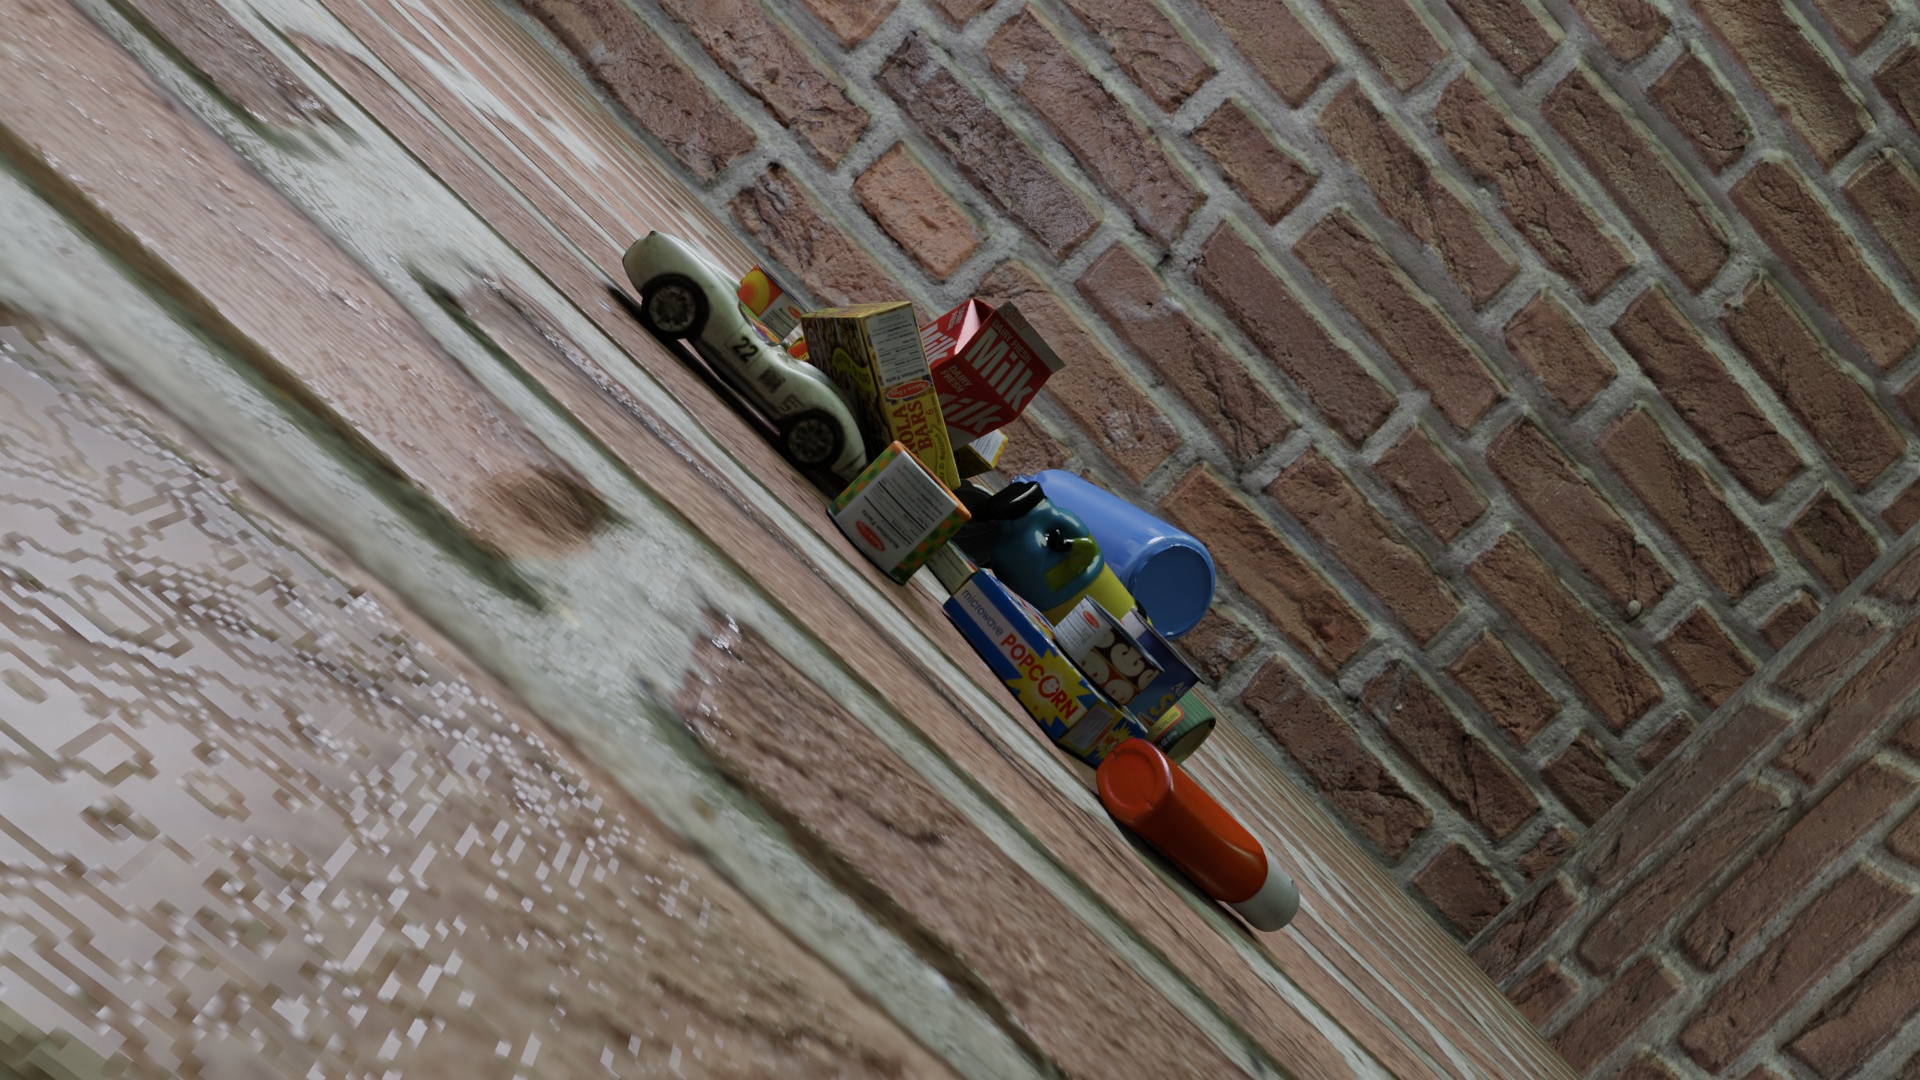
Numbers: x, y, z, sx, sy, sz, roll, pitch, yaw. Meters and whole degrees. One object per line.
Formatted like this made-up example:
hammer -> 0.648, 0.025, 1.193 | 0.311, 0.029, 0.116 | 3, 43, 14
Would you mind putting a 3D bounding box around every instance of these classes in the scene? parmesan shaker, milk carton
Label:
parmesan shaker -> 0.147, 0.125, 1.108 | 0.103, 0.071, 0.071 | 47, 5, 26
milk carton -> -0.014, -0.116, 1.052 | 0.072, 0.190, 0.074 | 44, 40, -28

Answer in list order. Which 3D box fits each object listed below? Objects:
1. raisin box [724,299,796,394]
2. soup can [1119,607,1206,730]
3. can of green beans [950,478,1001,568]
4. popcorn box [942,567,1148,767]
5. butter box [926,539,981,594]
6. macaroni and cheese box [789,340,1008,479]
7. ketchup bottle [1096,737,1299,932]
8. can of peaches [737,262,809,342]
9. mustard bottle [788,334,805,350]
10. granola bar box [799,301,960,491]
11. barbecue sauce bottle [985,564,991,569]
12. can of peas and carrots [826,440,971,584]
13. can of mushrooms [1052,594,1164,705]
raisin box -> -0.162, -0.145, 0.981 | 0.124, 0.040, 0.086 | 46, 4, 33
soup can -> 0.110, 0.099, 0.929 | 0.071, 0.083, 0.071 | 45, 4, -4
can of green beans -> 0.004, -0.011, 1.080 | 0.071, 0.071, 0.058 | 45, 4, -3
popcorn box -> 0.052, 0.081, 0.867 | 0.127, 0.038, 0.085 | 48, 5, 35
butter box -> 0.014, 0.039, 0.987 | 0.053, 0.024, 0.104 | 40, 7, -46
macaroni and cheese box -> -0.060, -0.111, 1.174 | 0.166, 0.040, 0.123 | 42, -34, -25
ketchup bottle -> 0.140, 0.173, 0.792 | 0.148, 0.043, 0.065 | 43, 6, -29
can of peaches -> -0.184, -0.214, 1.284 | 0.071, 0.058, 0.071 | 44, 5, -4
mustard bottle -> -0.096, -0.118, 1.260 | 0.160, 0.049, 0.065 | 44, 2, -17
granola bar box -> -0.059, -0.097, 0.942 | 0.165, 0.039, 0.124 | -157, -130, -69
barbecue sauce bottle -> -0.010, -0.035, 1.327 | 0.149, 0.043, 0.064 | 48, 7, 36
can of peas and carrots -> -0.036, -0.017, 0.828 | 0.071, 0.058, 0.071 | 45, 4, -4
can of mushrooms -> 0.091, 0.069, 0.850 | 0.071, 0.033, 0.071 | 44, 4, -4
